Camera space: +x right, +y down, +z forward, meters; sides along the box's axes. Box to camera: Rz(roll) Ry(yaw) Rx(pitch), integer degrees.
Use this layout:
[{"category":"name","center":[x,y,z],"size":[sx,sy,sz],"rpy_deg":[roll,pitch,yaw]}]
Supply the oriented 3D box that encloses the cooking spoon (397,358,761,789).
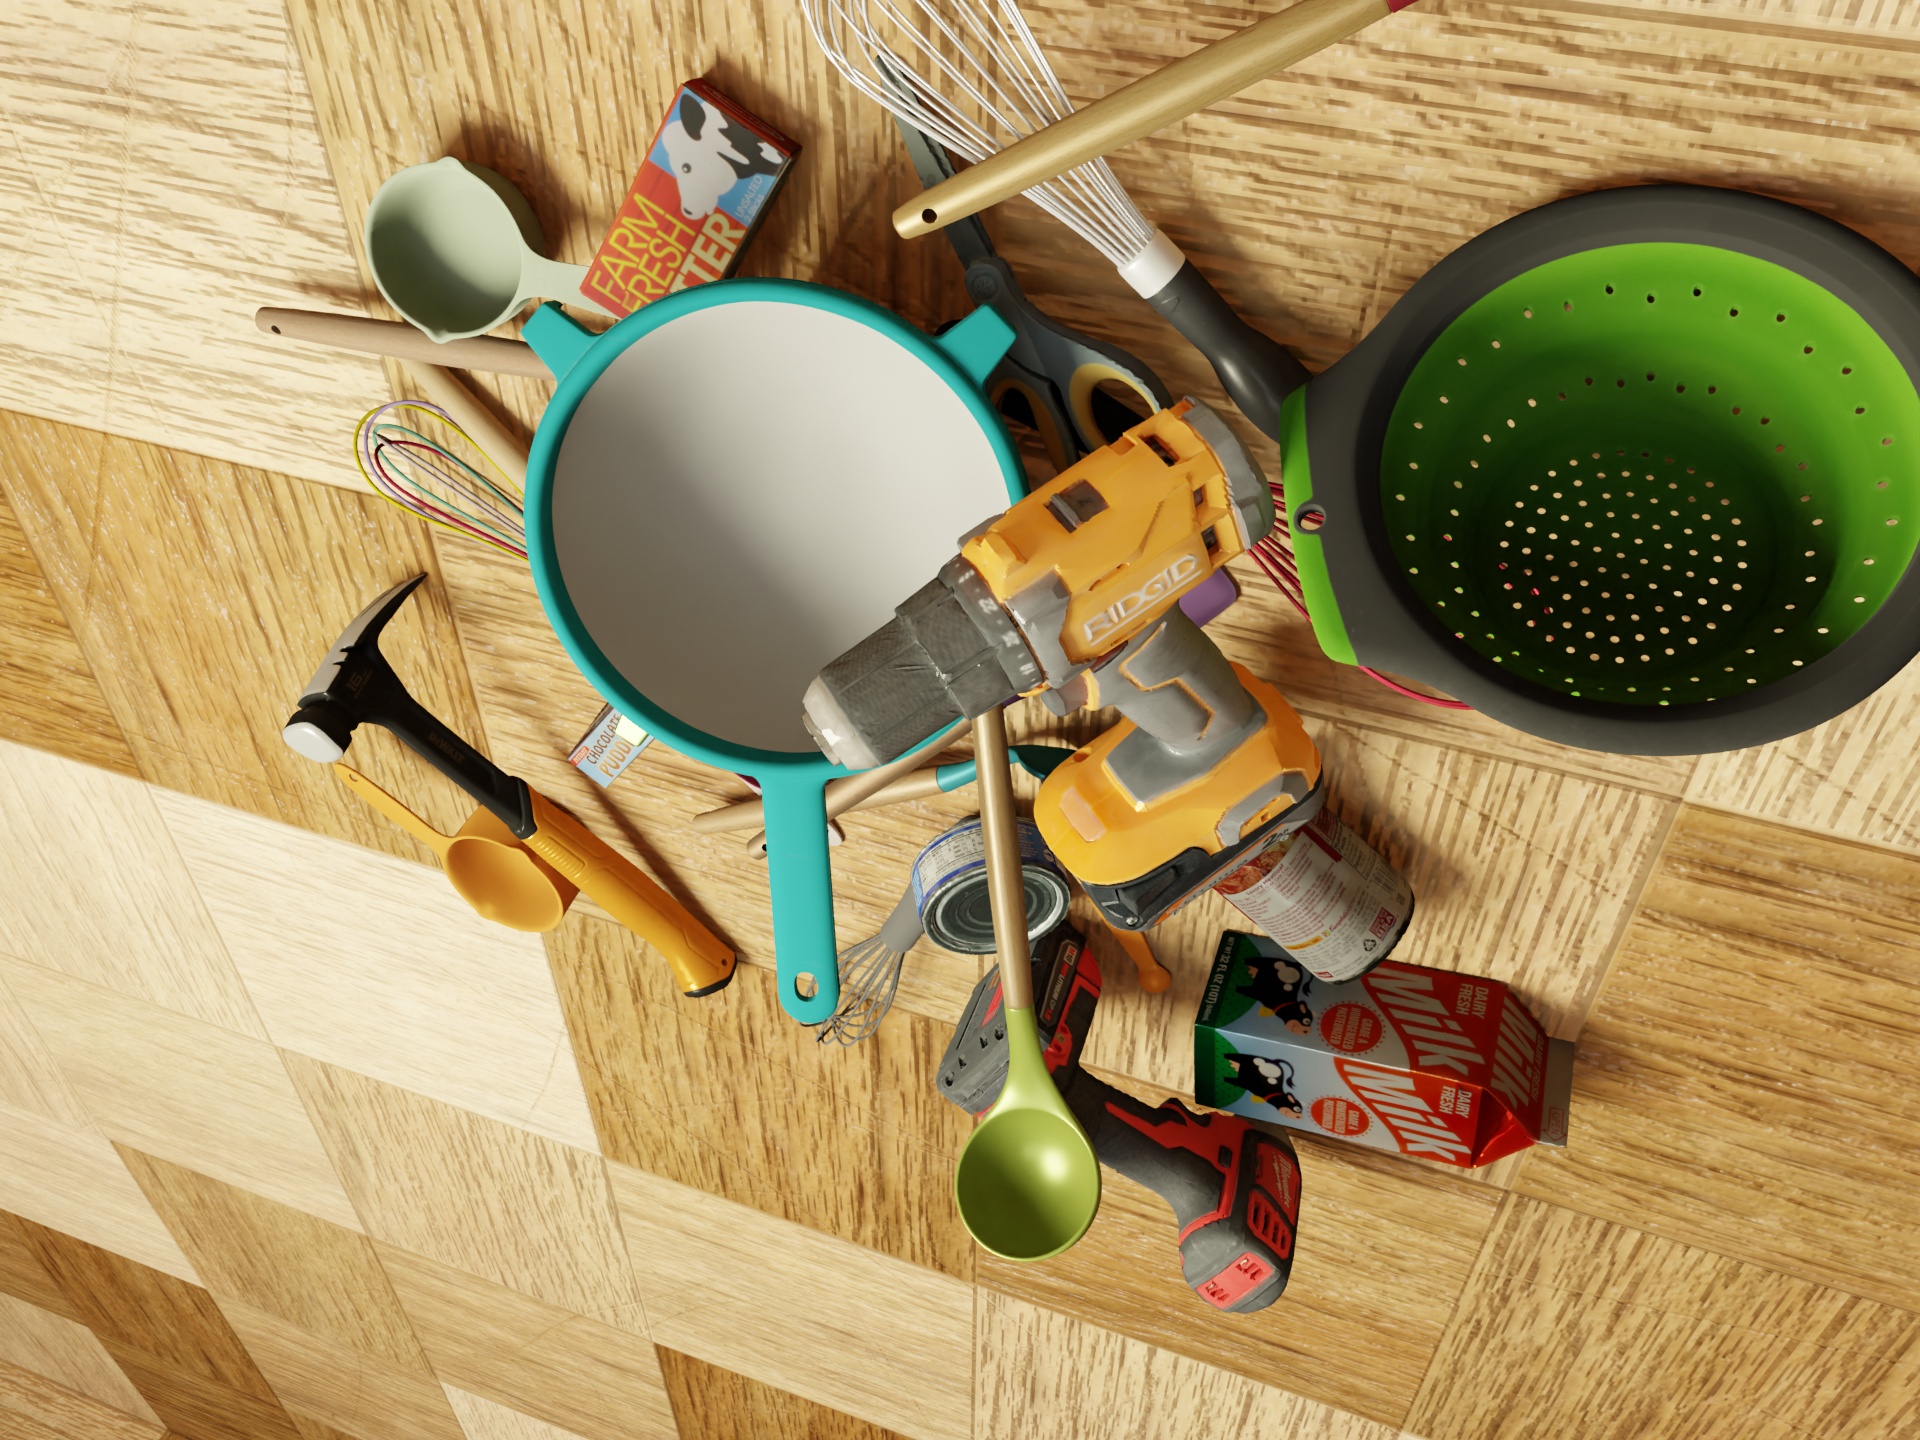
[{"category":"cooking spoon","center":[-0.181,-0.082,0.835],"size":[0.318,0.069,0.017],"rpy_deg":[47,162,-13]}]

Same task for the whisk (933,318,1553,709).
[{"category":"whisk","center":[0.116,-0.093,0.669],"size":[0.296,0.073,0.073],"rpy_deg":[30,137,7]}]

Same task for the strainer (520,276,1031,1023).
[{"category":"strainer","center":[-0.069,-0.030,0.707],"size":[0.211,0.095,0.340],"rpy_deg":[2,115,6]}]

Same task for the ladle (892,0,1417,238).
[{"category":"ladle","center":[0.112,-0.227,0.518],"size":[0.315,0.031,0.069],"rpy_deg":[-18,123,25]}]

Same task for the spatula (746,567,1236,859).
[{"category":"spatula","center":[-0.001,-0.003,0.802],"size":[0.316,0.018,0.059],"rpy_deg":[-33,108,31]}]

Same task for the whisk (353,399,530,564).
[{"category":"whisk","center":[-0.216,-0.082,0.851],"size":[0.245,0.047,0.051],"rpy_deg":[37,135,-14]}]

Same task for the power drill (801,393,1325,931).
[{"category":"power drill","center":[0.050,-0.001,0.637],"size":[0.084,0.185,0.226],"rpy_deg":[54,176,38]}]

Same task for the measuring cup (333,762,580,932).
[{"category":"measuring cup","center":[-0.320,0.066,1.034],"size":[0.173,0.052,0.095],"rpy_deg":[36,136,-6]}]

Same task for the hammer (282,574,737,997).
[{"category":"hammer","center":[-0.252,0.061,0.978],"size":[0.034,0.127,0.336],"rpy_deg":[-16,131,34]}]

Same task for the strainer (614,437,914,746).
[{"category":"strainer","center":[-0.063,-0.079,0.773],"size":[0.256,0.069,0.151],"rpy_deg":[-7,111,9]}]

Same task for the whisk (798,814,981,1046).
[{"category":"whisk","center":[-0.040,0.129,0.958],"size":[0.055,0.055,0.238],"rpy_deg":[31,132,-3]}]

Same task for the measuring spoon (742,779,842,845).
[{"category":"measuring spoon","center":[-0.113,0.032,0.929],"size":[0.034,0.018,0.124],"rpy_deg":[-27,122,39]}]

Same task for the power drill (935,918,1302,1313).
[{"category":"power drill","center":[0.103,0.222,0.911],"size":[0.219,0.143,0.078],"rpy_deg":[39,120,-4]}]

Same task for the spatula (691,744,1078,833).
[{"category":"spatula","center":[-0.028,0.046,0.862],"size":[0.317,0.082,0.044],"rpy_deg":[-11,91,35]}]

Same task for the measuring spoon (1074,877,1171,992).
[{"category":"measuring spoon","center":[0.089,0.116,0.904],"size":[0.021,0.011,0.116],"rpy_deg":[-13,123,34]}]

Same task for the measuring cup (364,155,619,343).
[{"category":"measuring cup","center":[-0.183,-0.205,0.723],"size":[0.167,0.038,0.083],"rpy_deg":[14,116,2]}]

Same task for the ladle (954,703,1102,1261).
[{"category":"ladle","center":[0.023,0.122,0.785],"size":[0.078,0.062,0.320],"rpy_deg":[0,109,19]}]

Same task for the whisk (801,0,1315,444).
[{"category":"whisk","center":[0.050,-0.197,0.607],"size":[0.284,0.070,0.070],"rpy_deg":[41,135,-19]}]

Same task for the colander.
[{"category":"colander","center":[0.315,-0.089,0.542],"size":[0.397,0.205,0.094],"rpy_deg":[-10,161,14]}]

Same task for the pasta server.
[{"category":"pasta server","center":[-0.200,-0.175,0.758],"size":[0.316,0.040,0.060],"rpy_deg":[12,134,17]}]
